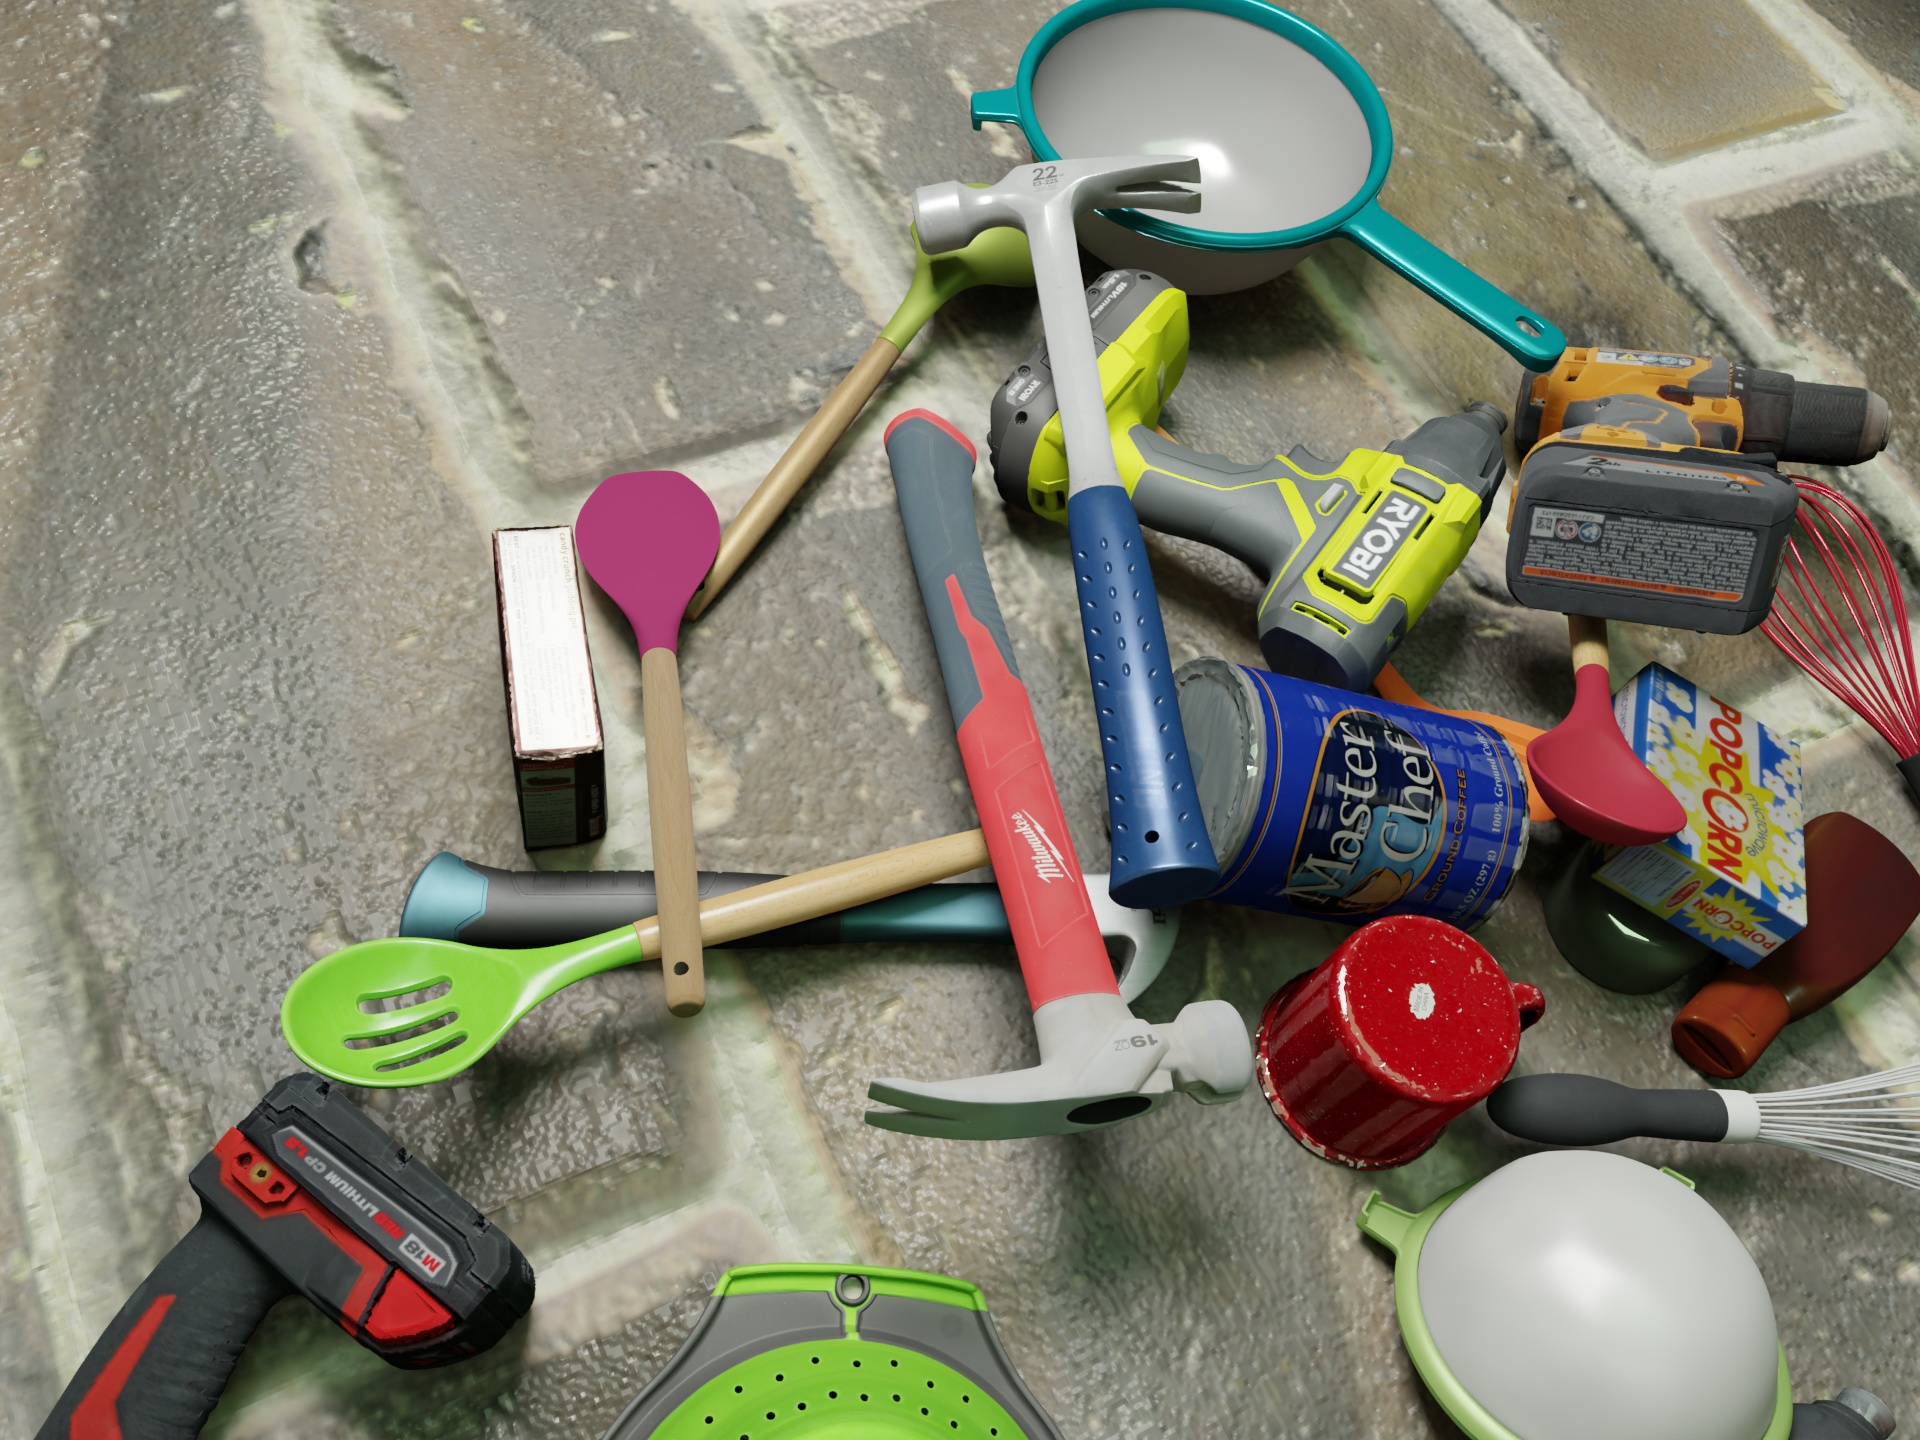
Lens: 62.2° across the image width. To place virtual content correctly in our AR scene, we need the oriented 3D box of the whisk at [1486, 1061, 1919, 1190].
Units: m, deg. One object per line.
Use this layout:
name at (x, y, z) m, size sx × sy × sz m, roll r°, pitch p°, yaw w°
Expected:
whisk at (0.361, 0.171, 0.686) m, size 0.284 × 0.070 × 0.070 m, roll 5°, pitch 60°, yaw -9°

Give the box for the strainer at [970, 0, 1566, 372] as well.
strainer at (0.177, -0.275, 0.892) m, size 0.340 × 0.095 × 0.211 m, roll 40°, pitch 63°, yaw 14°

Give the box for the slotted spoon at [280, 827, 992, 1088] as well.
slotted spoon at (-0.104, 0.084, 0.638) m, size 0.313 × 0.031 × 0.070 m, roll -14°, pitch 48°, yaw -20°

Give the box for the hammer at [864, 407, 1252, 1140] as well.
hammer at (-0.001, -0.002, 0.693) m, size 0.143 × 0.038 × 0.387 m, roll -4°, pitch 50°, yaw -14°

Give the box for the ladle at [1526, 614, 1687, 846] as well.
ladle at (0.302, -0.037, 0.766) m, size 0.069 × 0.031 × 0.316 m, roll 21°, pitch 38°, yaw 3°

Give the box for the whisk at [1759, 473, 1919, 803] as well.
whisk at (0.483, 0.001, 0.819) m, size 0.073 × 0.073 × 0.296 m, roll -15°, pitch 71°, yaw -18°

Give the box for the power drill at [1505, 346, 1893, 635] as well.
power drill at (0.370, -0.126, 0.799) m, size 0.185 × 0.084 × 0.226 m, roll 10°, pitch 33°, yaw 19°

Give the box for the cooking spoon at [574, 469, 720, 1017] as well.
cooking spoon at (-0.130, -0.008, 0.692) m, size 0.068 × 0.017 × 0.319 m, roll -6°, pitch 47°, yaw -9°

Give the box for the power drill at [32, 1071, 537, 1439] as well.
power drill at (-0.243, 0.255, 0.527) m, size 0.188 × 0.080 × 0.227 m, roll 36°, pitch 63°, yaw 11°

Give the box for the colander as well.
colander at (-0.040, 0.365, 0.488) m, size 0.204 × 0.094 × 0.397 m, roll 6°, pitch 60°, yaw -7°

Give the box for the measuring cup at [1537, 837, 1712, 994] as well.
measuring cup at (0.335, 0.051, 0.769) m, size 0.083 × 0.038 × 0.168 m, roll 23°, pitch 61°, yaw 3°

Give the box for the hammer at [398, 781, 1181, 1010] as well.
hammer at (-0.066, 0.081, 0.683) m, size 0.331 × 0.033 × 0.128 m, roll 2°, pitch 59°, yaw -9°

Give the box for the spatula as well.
spatula at (0.186, -0.067, 0.809) m, size 0.081 × 0.041 × 0.323 m, roll -26°, pitch 66°, yaw -39°

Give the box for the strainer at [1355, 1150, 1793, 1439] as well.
strainer at (0.256, 0.246, 0.567) m, size 0.151 × 0.069 × 0.257 m, roll -1°, pitch 34°, yaw -9°

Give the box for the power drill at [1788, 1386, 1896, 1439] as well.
power drill at (0.352, 0.367, 0.571) m, size 0.164 × 0.084 × 0.227 m, roll -32°, pitch 67°, yaw -25°

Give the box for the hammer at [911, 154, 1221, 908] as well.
hammer at (0.065, -0.109, 0.704) m, size 0.144 × 0.035 × 0.406 m, roll -10°, pitch 58°, yaw 6°

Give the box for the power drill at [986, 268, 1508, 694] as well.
power drill at (0.141, -0.126, 0.777) m, size 0.223 × 0.080 × 0.171 m, roll 31°, pitch 70°, yaw 22°

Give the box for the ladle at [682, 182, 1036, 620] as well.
ladle at (-0.052, -0.169, 0.830) m, size 0.078 × 0.062 × 0.320 m, roll 30°, pitch 66°, yaw 9°
